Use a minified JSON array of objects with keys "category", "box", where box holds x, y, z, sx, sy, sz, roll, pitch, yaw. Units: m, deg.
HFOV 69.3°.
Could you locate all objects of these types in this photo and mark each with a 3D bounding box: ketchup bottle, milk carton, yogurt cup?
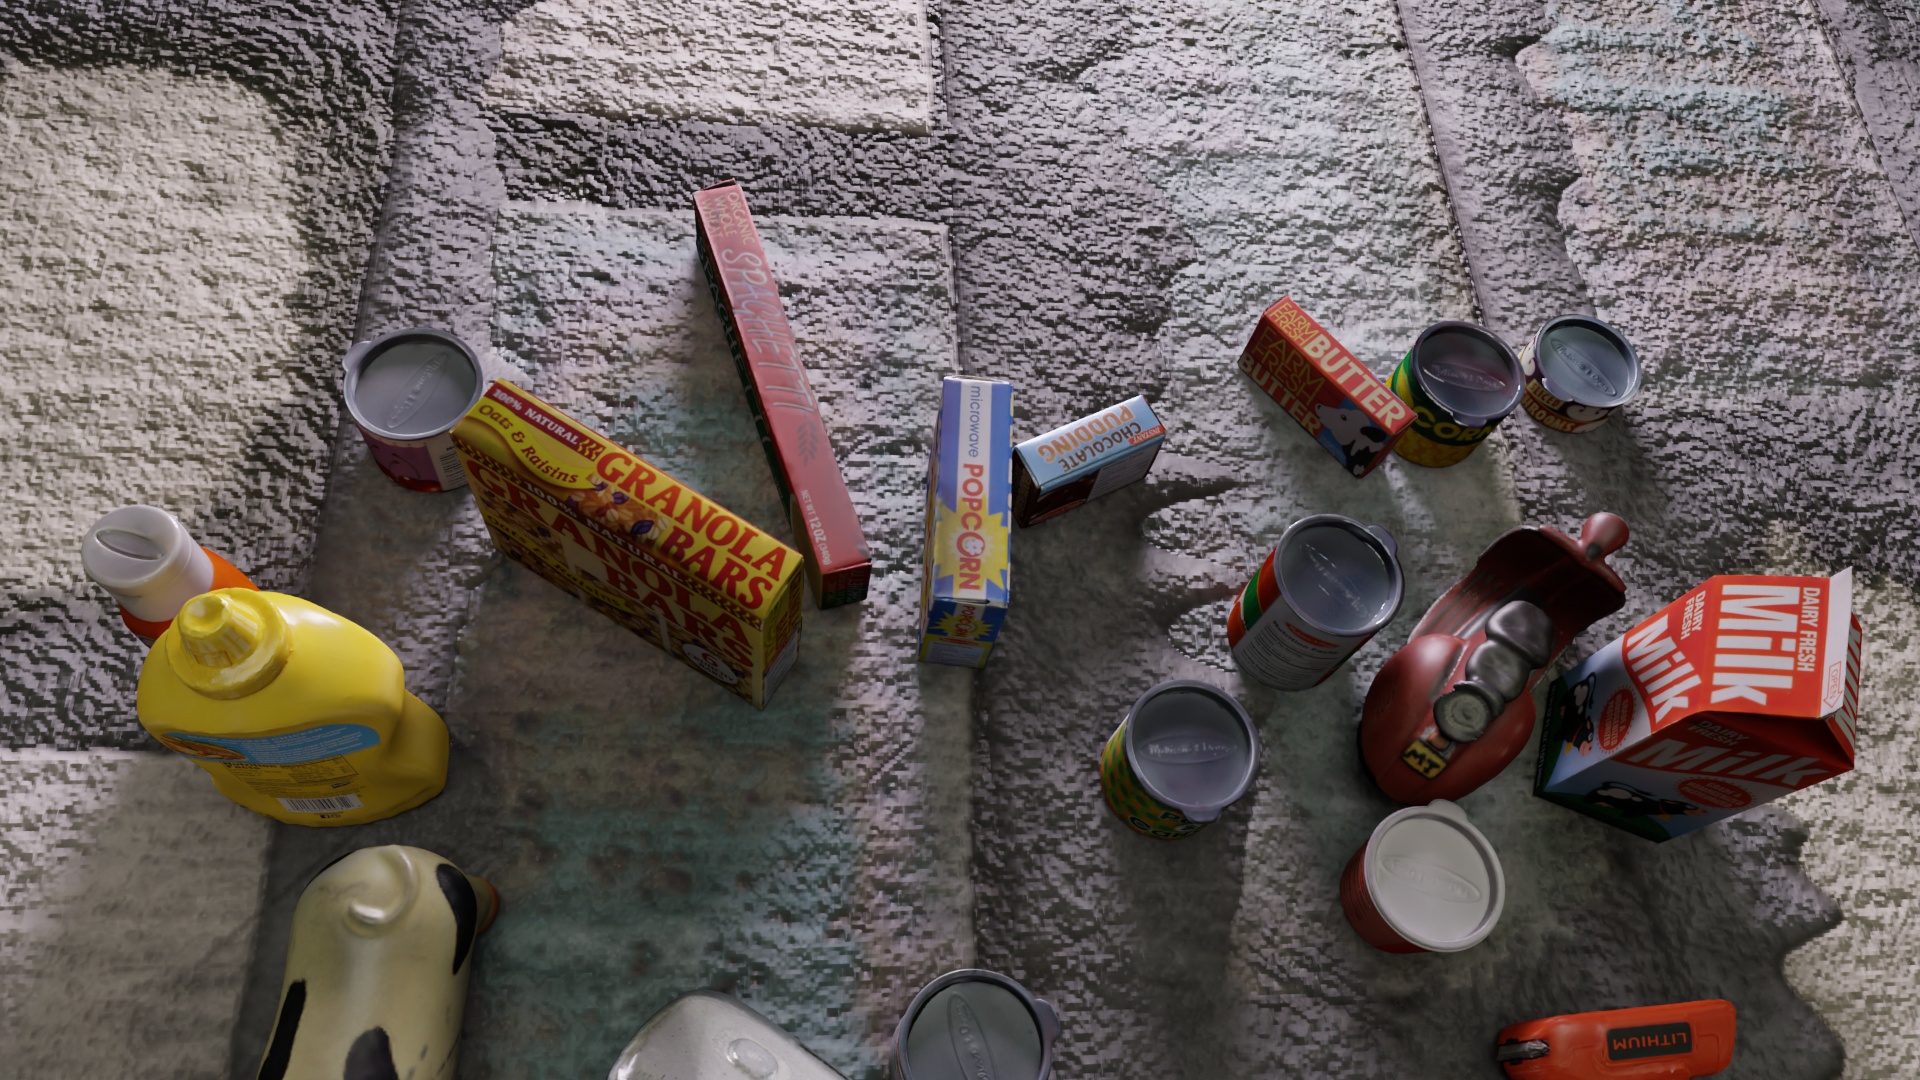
[{"category":"ketchup bottle","box":[-0.333,0.032,0.607,0.065,0.148,0.044,17,64,0]},{"category":"milk carton","box":[0.356,0.079,0.660,0.073,0.189,0.072,21,64,2]},{"category":"yogurt cup","box":[0.220,0.168,0.673,0.072,0.053,0.072,3,64,-7]}]

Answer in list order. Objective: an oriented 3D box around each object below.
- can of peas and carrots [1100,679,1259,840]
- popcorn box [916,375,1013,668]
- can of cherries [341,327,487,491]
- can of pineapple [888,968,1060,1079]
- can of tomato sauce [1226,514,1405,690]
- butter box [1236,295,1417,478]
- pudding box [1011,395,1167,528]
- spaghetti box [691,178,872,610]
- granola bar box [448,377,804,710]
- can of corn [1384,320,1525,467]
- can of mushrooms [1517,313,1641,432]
[{"category":"can of peas and carrots","box":[0.107,0.111,0.682,0.071,0.058,0.071,3,64,-7]},{"category":"popcorn box","box":[0.003,-0.009,0.711,0.038,0.085,0.127,5,64,-6]},{"category":"can of cherries","box":[-0.277,-0.068,0.714,0.071,0.058,0.072,3,64,-7]},{"category":"can of pineapple","box":[0.005,0.227,0.611,0.071,0.057,0.071,3,64,-7]},{"category":"can of tomato sauce","box":[0.182,0.032,0.717,0.071,0.082,0.071,3,64,-7]},{"category":"butter box","box":[0.208,-0.088,0.796,0.024,0.053,0.103,-37,74,-22]},{"category":"pudding box","box":[0.067,-0.043,0.756,0.084,0.049,0.030,-23,70,-18]},{"category":"spaghetti box","box":[-0.099,-0.083,0.752,0.029,0.050,0.251,-15,67,-15]},{"category":"granola bar box","box":[-0.153,0.005,0.660,0.166,0.123,0.039,30,64,7]},{"category":"can of corn","box":[0.280,-0.081,0.801,0.071,0.058,0.071,3,64,-7]},{"category":"can of mushrooms","box":[0.368,-0.099,0.836,0.071,0.033,0.071,3,64,-7]}]
